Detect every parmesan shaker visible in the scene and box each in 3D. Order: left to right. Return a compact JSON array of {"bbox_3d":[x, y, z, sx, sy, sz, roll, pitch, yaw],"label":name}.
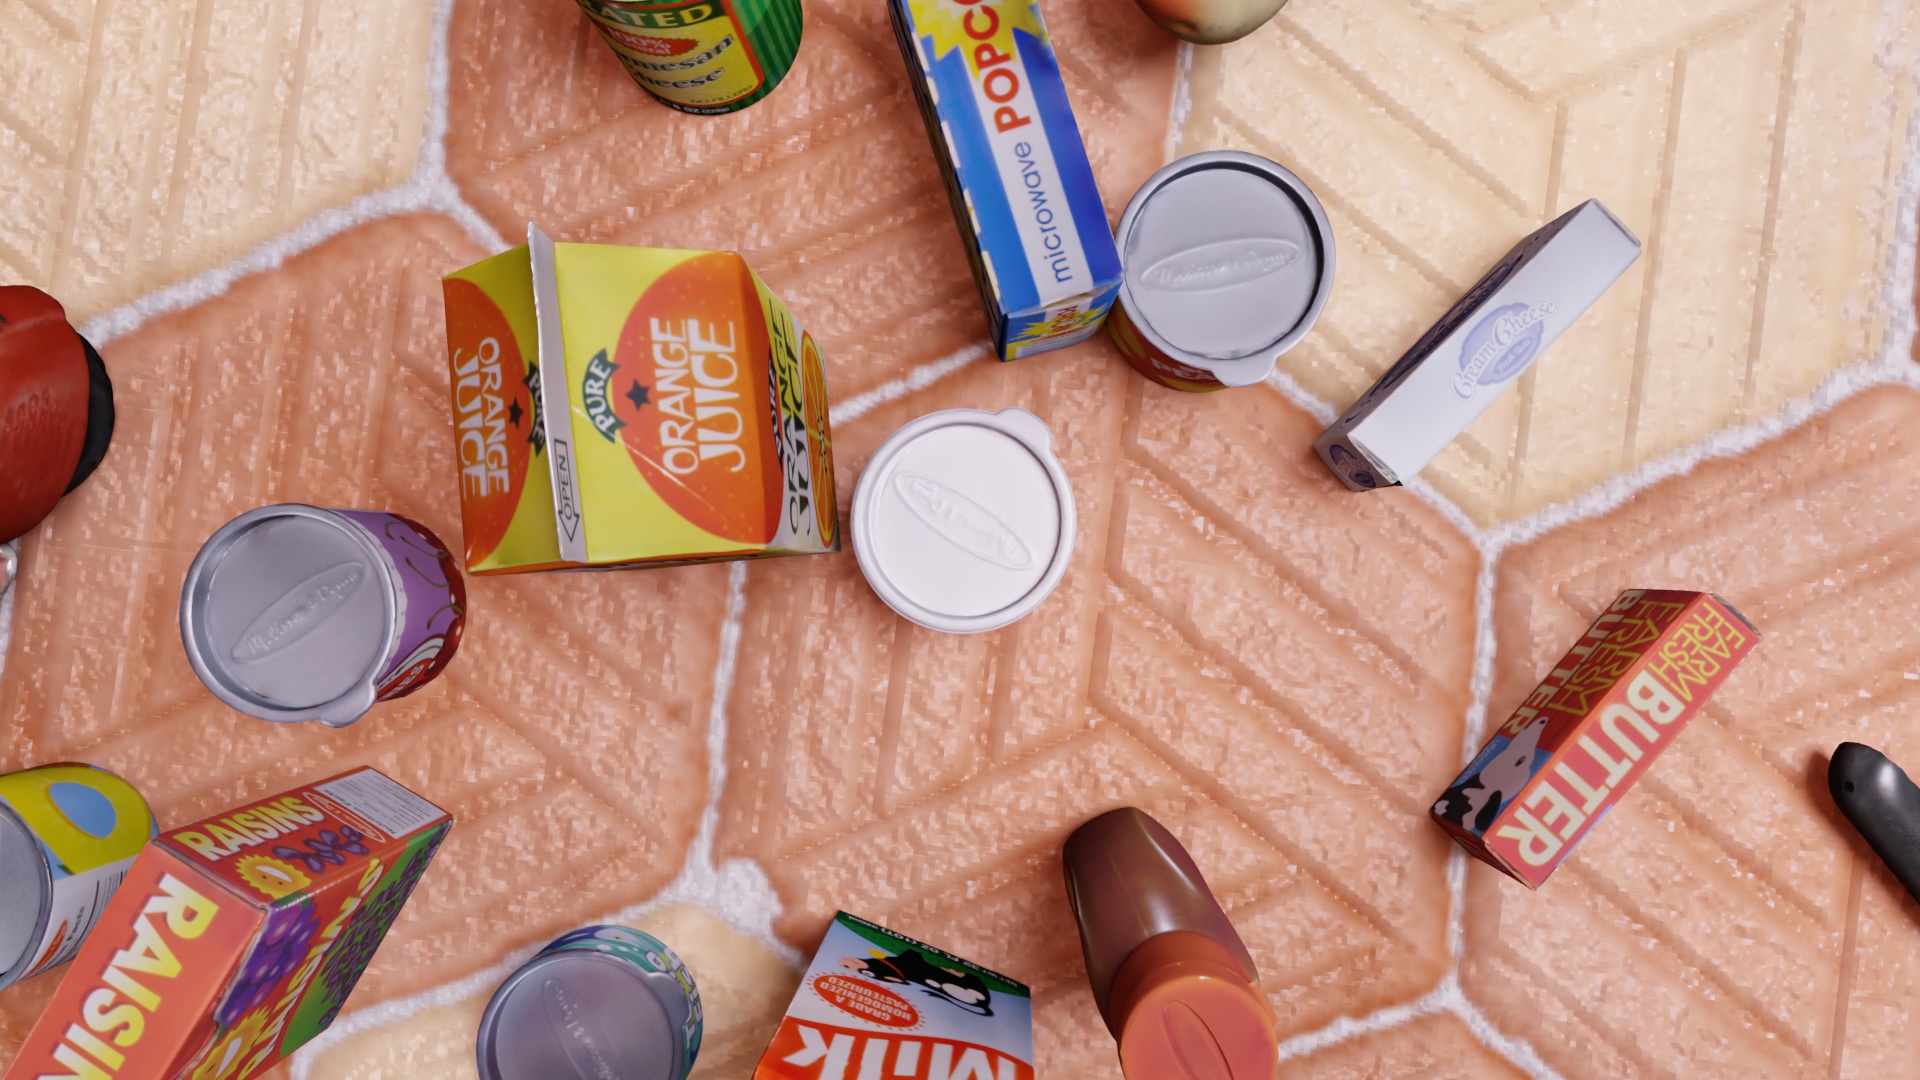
[{"bbox_3d":[-0.084,-0.176,0.423,0.071,0.103,0.071,0,89,2],"label":"parmesan shaker"}]

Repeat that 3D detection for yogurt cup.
[{"bbox_3d":[0.002,-0.006,0.441,0.072,0.054,0.072,0,89,2],"label":"yogurt cup"}]

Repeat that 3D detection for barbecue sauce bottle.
[{"bbox_3d":[0.057,0.118,0.389,0.044,0.148,0.065,-29,88,1],"label":"barbecue sauce bottle"}]

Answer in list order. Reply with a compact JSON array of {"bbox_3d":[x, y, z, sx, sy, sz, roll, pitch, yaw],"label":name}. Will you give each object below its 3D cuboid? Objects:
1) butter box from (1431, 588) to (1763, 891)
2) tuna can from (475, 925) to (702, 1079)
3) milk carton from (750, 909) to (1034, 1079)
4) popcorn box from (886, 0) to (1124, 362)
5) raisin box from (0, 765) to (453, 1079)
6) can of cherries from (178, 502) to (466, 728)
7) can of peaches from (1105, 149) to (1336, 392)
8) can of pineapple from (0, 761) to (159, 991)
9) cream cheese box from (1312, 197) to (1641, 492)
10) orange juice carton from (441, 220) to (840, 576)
[{"bbox_3d":[0.196,0.059,0.434,0.024,0.053,0.103,42,90,2],"label":"butter box"},{"bbox_3d":[-0.116,0.159,0.450,0.071,0.033,0.071,0,89,2],"label":"tuna can"},{"bbox_3d":[-0.025,0.166,0.368,0.072,0.190,0.073,22,90,2],"label":"milk carton"},{"bbox_3d":[0.011,-0.124,0.428,0.038,0.085,0.126,-18,88,1],"label":"popcorn box"},{"bbox_3d":[-0.208,0.120,0.408,0.040,0.123,0.086,32,90,2],"label":"raisin box"},{"bbox_3d":[-0.199,0.024,0.443,0.071,0.058,0.071,0,89,2],"label":"can of cherries"},{"bbox_3d":[0.079,-0.080,0.439,0.071,0.058,0.071,0,89,2],"label":"can of peaches"},{"bbox_3d":[-0.305,0.106,0.444,0.071,0.058,0.071,0,89,2],"label":"can of pineapple"},{"bbox_3d":[0.160,-0.058,0.438,0.104,0.053,0.024,-44,88,0],"label":"cream cheese box"},{"bbox_3d":[-0.081,-0.029,0.374,0.073,0.192,0.072,-5,89,2],"label":"orange juice carton"}]
